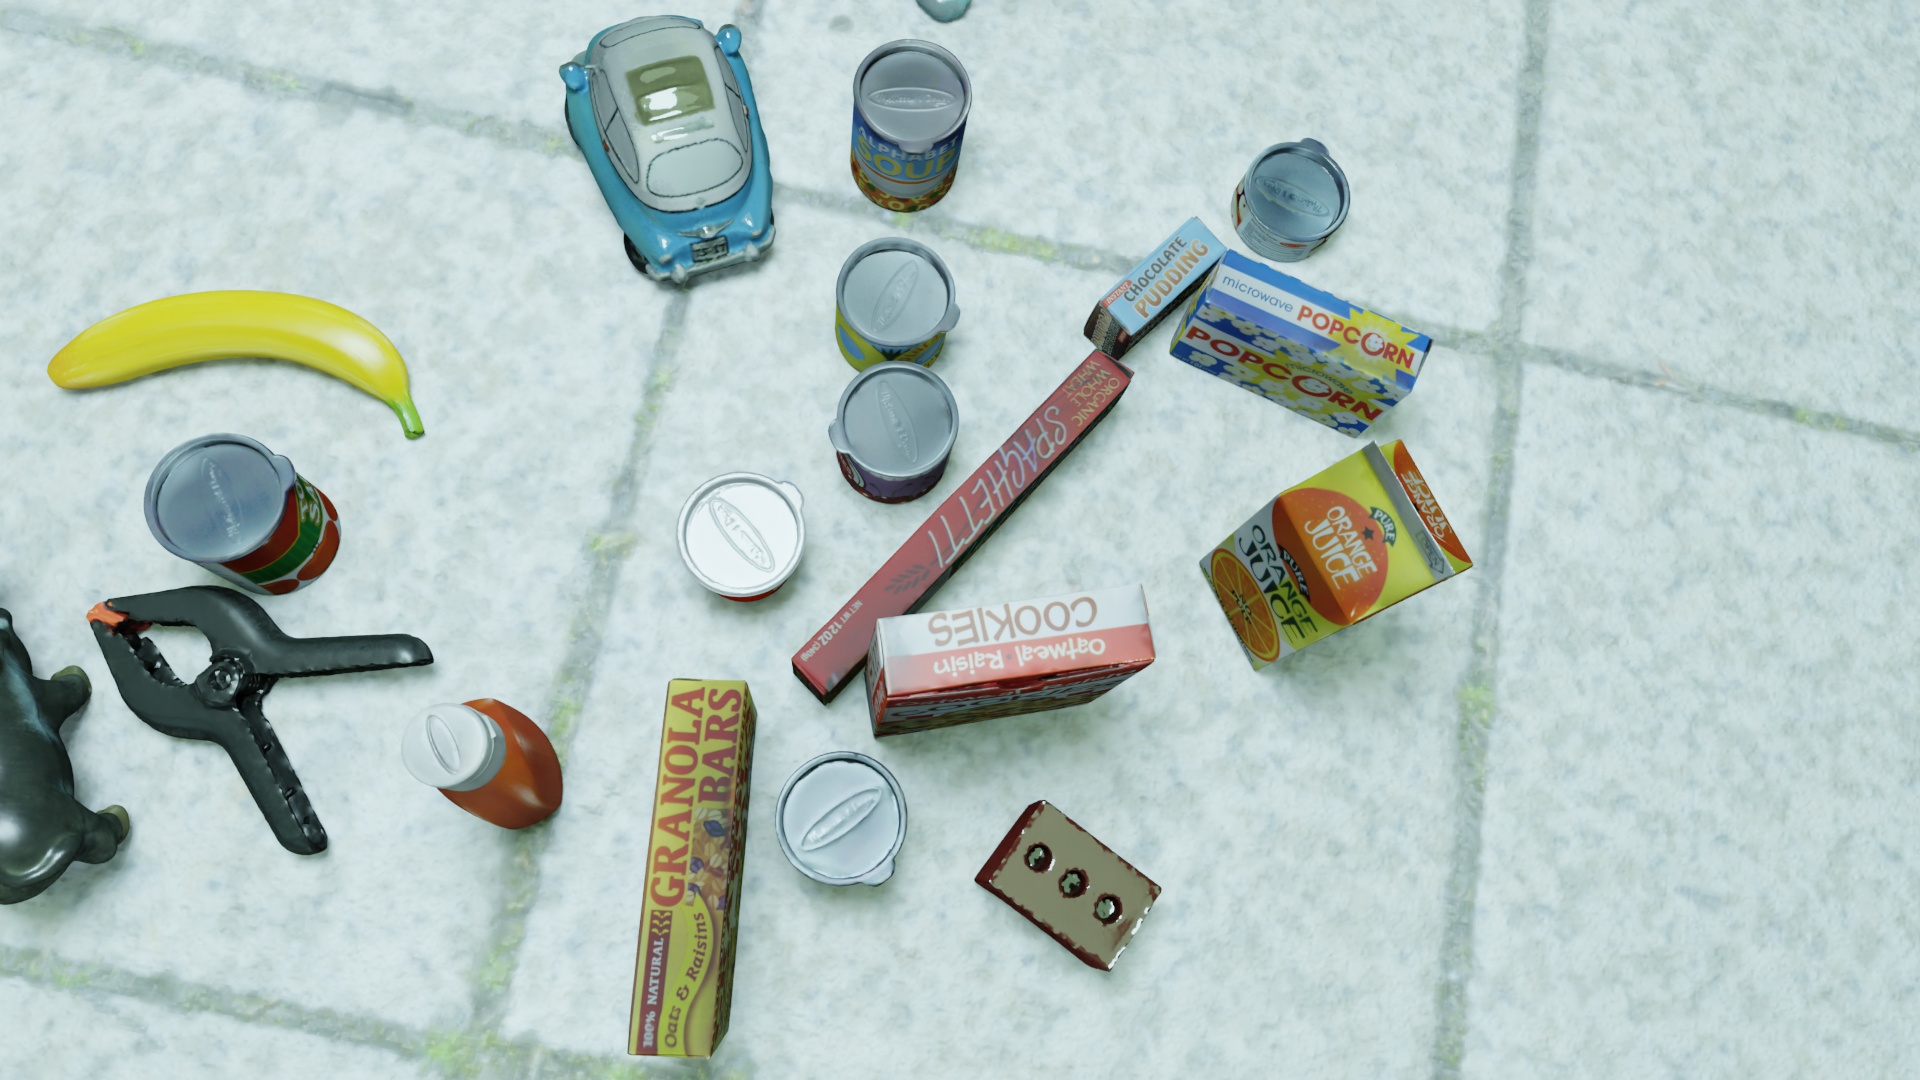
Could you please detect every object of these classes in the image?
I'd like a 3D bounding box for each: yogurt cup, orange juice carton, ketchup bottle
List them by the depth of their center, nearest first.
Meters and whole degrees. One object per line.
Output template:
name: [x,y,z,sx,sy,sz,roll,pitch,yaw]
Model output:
ketchup bottle: [-0.227,0.104,0.664,0.043,0.148,0.065,-27,80,-11]
orange juice carton: [0.193,0.007,0.711,0.073,0.192,0.072,-24,80,-11]
yogurt cup: [-0.117,0.002,0.751,0.072,0.053,0.072,1,76,-6]

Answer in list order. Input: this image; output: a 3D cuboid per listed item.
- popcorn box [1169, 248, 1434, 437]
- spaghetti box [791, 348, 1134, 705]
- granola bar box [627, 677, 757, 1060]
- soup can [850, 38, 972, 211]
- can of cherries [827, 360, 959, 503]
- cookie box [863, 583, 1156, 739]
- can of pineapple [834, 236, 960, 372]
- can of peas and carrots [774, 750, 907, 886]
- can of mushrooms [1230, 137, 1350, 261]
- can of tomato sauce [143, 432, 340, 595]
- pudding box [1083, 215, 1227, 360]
popcorn box: [0.191,-0.111,0.797,0.127,0.085,0.038,24,75,0]
spaghetti box: [0.003,-0.010,0.769,0.029,0.050,0.251,43,75,5]
granola bar box: [-0.127,0.157,0.674,0.039,0.124,0.166,4,75,-5]
soup can: [-0.031,-0.236,0.806,0.071,0.083,0.071,1,76,-6]
can of cherries: [-0.039,-0.059,0.773,0.071,0.058,0.071,1,76,-6]
cookie box: [0.017,0.064,0.691,0.123,0.167,0.040,-8,77,-8]
can of pineapple: [-0.037,-0.129,0.791,0.071,0.057,0.071,1,76,-6]
can of peas and carrots: [-0.060,0.146,0.718,0.071,0.058,0.071,1,76,-6]
can of mushrooms: [0.202,-0.208,0.850,0.071,0.033,0.071,1,76,-6]
can of tomato sauce: [-0.364,-0.013,0.714,0.071,0.083,0.071,1,76,-6]
pudding box: [0.114,-0.147,0.816,0.084,0.049,0.030,-42,84,-14]
